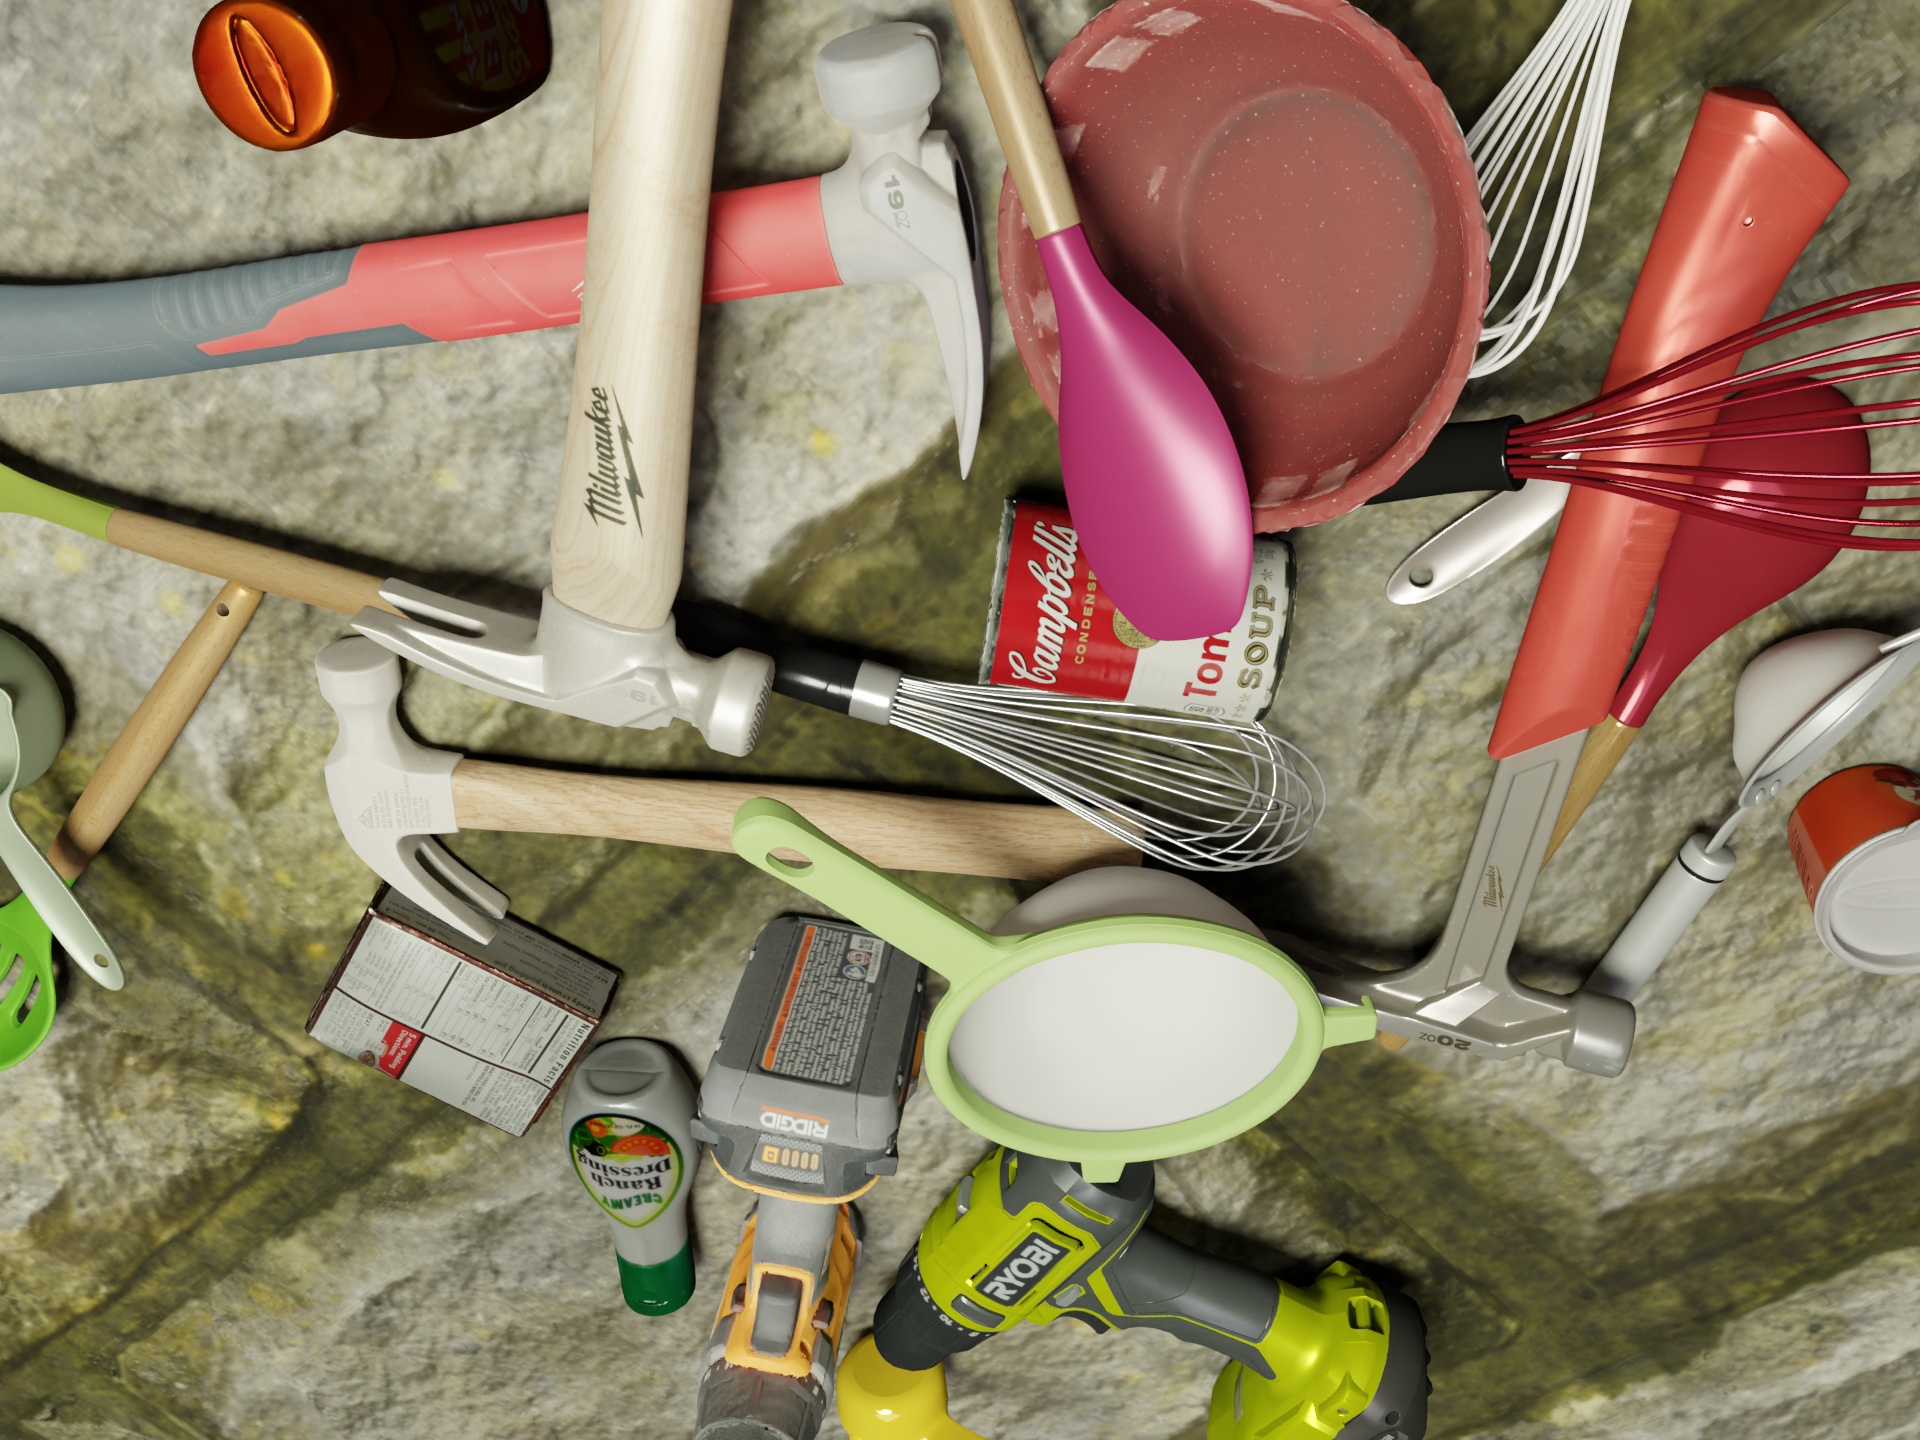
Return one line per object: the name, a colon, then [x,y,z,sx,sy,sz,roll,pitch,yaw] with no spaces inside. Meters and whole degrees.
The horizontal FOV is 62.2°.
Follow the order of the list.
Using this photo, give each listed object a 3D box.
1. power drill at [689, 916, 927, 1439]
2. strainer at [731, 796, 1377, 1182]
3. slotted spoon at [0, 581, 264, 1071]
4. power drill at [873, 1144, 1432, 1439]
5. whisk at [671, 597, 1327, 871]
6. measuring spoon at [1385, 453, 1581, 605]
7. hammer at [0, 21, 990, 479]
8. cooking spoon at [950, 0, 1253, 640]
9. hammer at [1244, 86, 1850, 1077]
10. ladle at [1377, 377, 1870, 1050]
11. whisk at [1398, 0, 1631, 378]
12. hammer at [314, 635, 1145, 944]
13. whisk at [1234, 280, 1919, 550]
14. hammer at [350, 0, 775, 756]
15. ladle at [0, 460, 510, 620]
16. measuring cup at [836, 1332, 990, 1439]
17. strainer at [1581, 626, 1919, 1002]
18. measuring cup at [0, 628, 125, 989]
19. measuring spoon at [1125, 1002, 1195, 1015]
power drill: [-0.074,0.222,0.669,0.084,0.185,0.226,11,118,1]
strainer: [0.022,0.079,0.596,0.256,0.069,0.151,34,124,-27]
slotted spoon: [-0.375,0.048,0.685,0.070,0.031,0.313,43,115,-2]
power drill: [0.084,0.287,0.753,0.228,0.080,0.190,30,124,-9]
whisk: [-0.001,-0.003,0.602,0.284,0.070,0.070,16,121,2]
measuring spoon: [0.201,-0.080,0.558,0.034,0.018,0.124,46,122,-10]
hammer: [-0.183,-0.132,0.544,0.386,0.038,0.143,-5,129,11]
cooking spoon: [0.020,-0.171,0.474,0.069,0.017,0.318,-7,108,44]
hammer: [0.204,-0.029,0.552,0.149,0.037,0.358,14,122,13]
ladle: [0.236,0.017,0.604,0.069,0.031,0.315,19,123,-6]
whisk: [0.189,-0.213,0.463,0.059,0.058,0.246,-2,125,-34]
hammer: [-0.092,0.042,0.649,0.331,0.031,0.130,5,121,3]
whisk: [0.185,-0.082,0.474,0.296,0.073,0.073,2,126,39]
hammer: [-0.096,-0.166,0.455,0.146,0.038,0.410,16,127,-2]
ladle: [-0.292,-0.058,0.588,0.320,0.062,0.078,16,133,-2]
measuring cup: [0.003,0.346,0.776,0.157,0.062,0.029,16,123,36]
strainer: [0.287,0.046,0.607,0.087,0.050,0.258,-15,138,-37]
measuring cup: [-0.385,0.035,0.659,0.083,0.038,0.167,-18,109,19]
measuring spoon: [0.051,0.119,0.693,0.128,0.021,0.042,21,121,4]
